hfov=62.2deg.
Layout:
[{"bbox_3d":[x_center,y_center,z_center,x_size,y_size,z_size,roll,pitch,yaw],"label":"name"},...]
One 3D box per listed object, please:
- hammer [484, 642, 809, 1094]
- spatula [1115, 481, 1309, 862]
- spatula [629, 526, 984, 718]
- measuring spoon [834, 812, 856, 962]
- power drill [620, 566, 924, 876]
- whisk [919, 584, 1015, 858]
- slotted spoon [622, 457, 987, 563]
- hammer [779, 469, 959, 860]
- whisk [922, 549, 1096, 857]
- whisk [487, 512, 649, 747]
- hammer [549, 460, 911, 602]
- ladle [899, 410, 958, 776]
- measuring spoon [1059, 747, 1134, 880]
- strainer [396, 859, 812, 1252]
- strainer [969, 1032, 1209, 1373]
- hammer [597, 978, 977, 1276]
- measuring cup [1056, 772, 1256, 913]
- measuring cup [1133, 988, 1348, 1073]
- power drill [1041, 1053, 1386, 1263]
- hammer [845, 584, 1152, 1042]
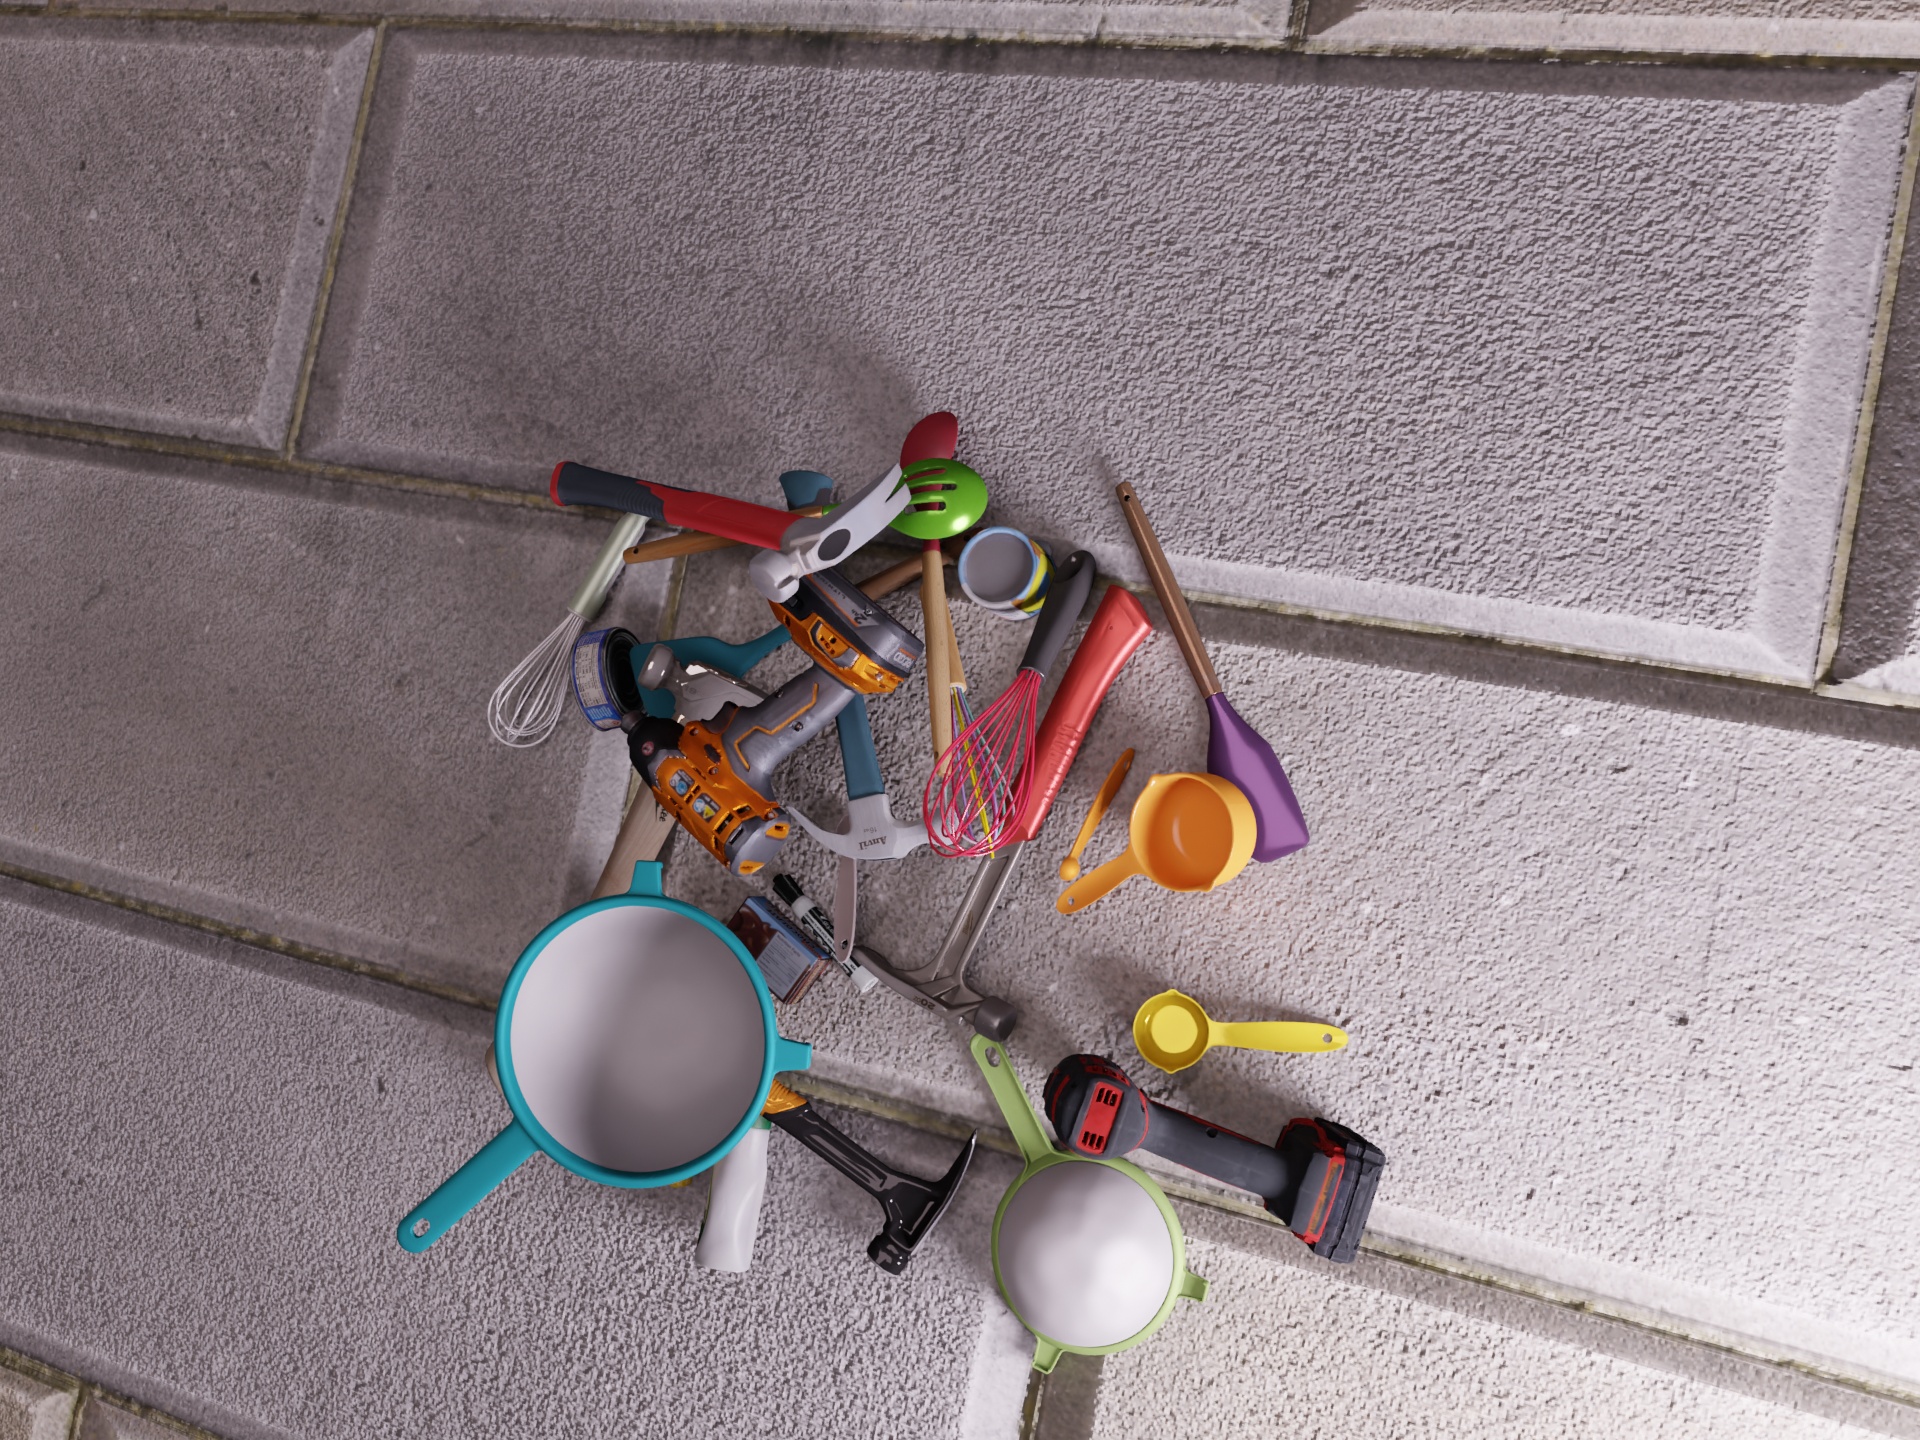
[{"bbox_3d":[-0.278,0.144,1.328,0.146,0.038,0.410,26,101,-15],"label":"hammer"},{"bbox_3d":[0.182,-0.041,1.219,0.060,0.018,0.316,-24,78,16],"label":"spatula"},{"bbox_3d":[-0.122,-0.087,1.313,0.317,0.044,0.082,-26,74,13],"label":"spatula"},{"bbox_3d":[-0.087,0.134,1.277,0.034,0.018,0.124,-11,66,35],"label":"measuring spoon"},{"bbox_3d":[-0.154,-0.016,1.222,0.164,0.084,0.226,40,94,19],"label":"power drill"},{"bbox_3d":[-0.002,-0.003,1.241,0.051,0.047,0.245,-26,59,23],"label":"whisk"},{"bbox_3d":[-0.131,-0.157,1.270,0.314,0.031,0.070,-9,69,18],"label":"slotted spoon"},{"bbox_3d":[-0.095,-0.048,1.271,0.128,0.033,0.331,-15,76,12],"label":"hammer"},{"bbox_3d":[0.046,-0.018,1.182,0.073,0.073,0.296,12,56,19],"label":"whisk"},{"bbox_3d":[-0.336,-0.086,1.389,0.059,0.058,0.246,31,91,-15],"label":"whisk"},{"bbox_3d":[-0.208,-0.179,1.283,0.143,0.038,0.387,-41,38,-27],"label":"hammer"},{"bbox_3d":[-0.021,-0.106,1.247,0.069,0.031,0.316,-26,60,46],"label":"ladle"},{"bbox_3d":[0.108,0.072,1.217,0.011,0.021,0.117,20,74,35],"label":"measuring spoon"},{"bbox_3d":[-0.278,0.274,1.192,0.340,0.095,0.211,-42,83,5],"label":"strainer"},{"bbox_3d":[0.063,0.352,1.187,0.151,0.069,0.256,-30,77,13],"label":"strainer"},{"bbox_3d":[-0.150,0.284,1.242,0.337,0.034,0.127,34,91,5],"label":"hammer"},{"bbox_3d":[0.147,0.103,1.203,0.173,0.052,0.095,-37,69,33],"label":"measuring cup"},{"bbox_3d":[0.207,0.232,1.181,0.156,0.029,0.062,1,84,7],"label":"measuring cup"},{"bbox_3d":[0.165,0.293,1.124,0.226,0.188,0.080,19,85,1],"label":"power drill"},{"bbox_3d":[0.045,0.059,1.240,0.149,0.036,0.359,26,91,27],"label":"hammer"}]
